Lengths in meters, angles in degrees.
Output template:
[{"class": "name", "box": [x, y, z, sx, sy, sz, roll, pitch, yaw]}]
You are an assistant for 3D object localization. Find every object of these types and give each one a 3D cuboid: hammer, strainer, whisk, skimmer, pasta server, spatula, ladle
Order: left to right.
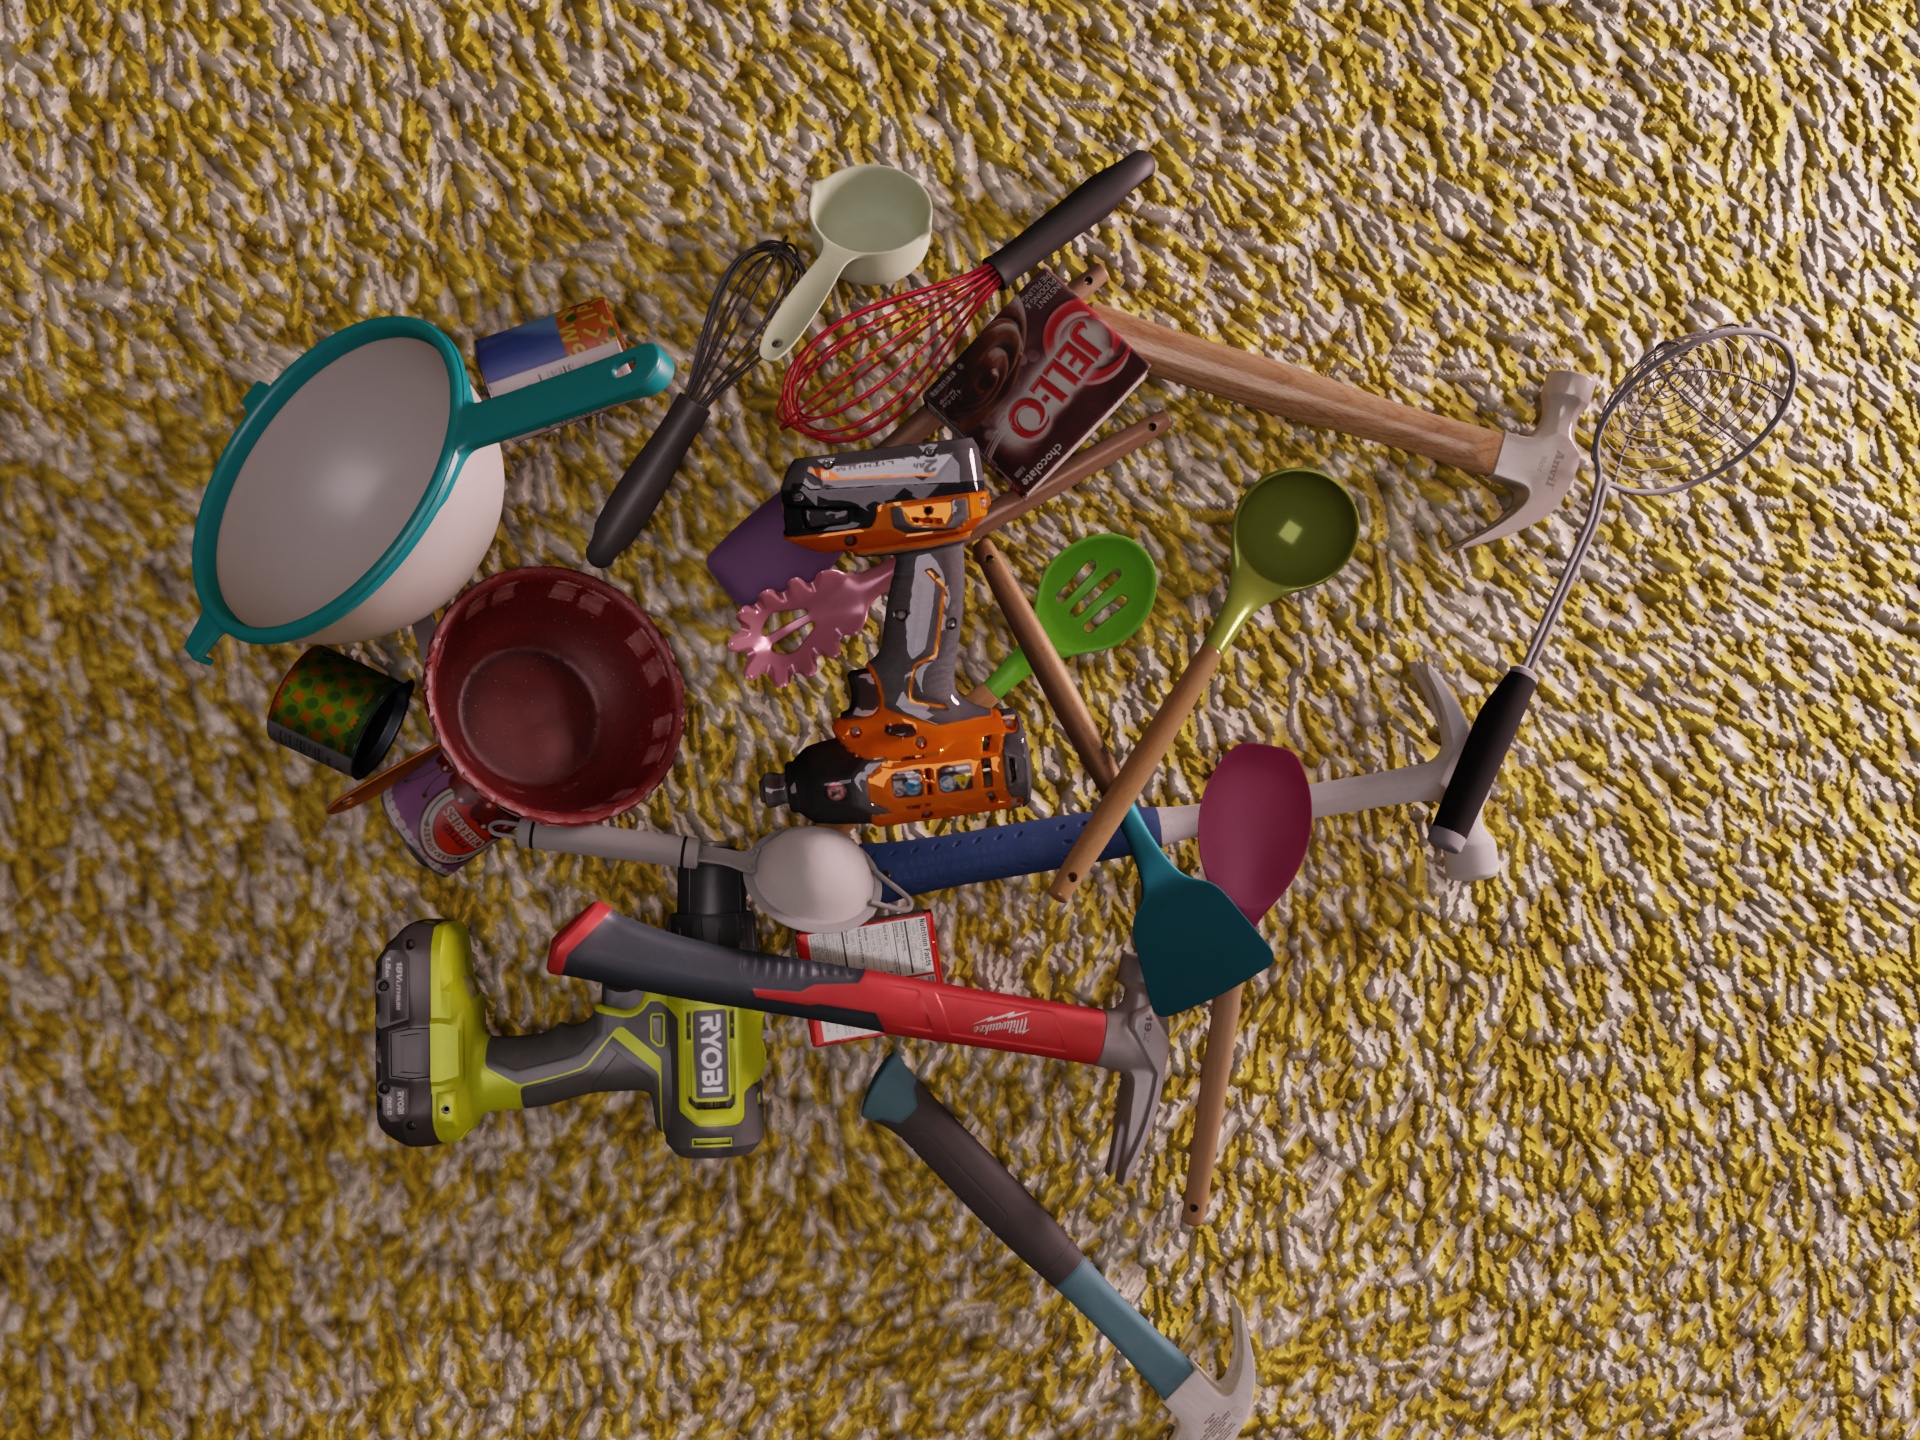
[{"class": "strainer", "box": [-0.286, -0.137, 0.913, 0.340, 0.095, 0.211, -12, 62, 24]}, {"class": "whisk", "box": [-0.168, -0.198, 0.994, 0.055, 0.055, 0.239, 33, 94, -3]}, {"class": "strainer", "box": [-0.154, 0.080, 0.953, 0.258, 0.087, 0.050, 7, 130, -3]}, {"class": "hammer", "box": [-0.056, 0.185, 0.961, 0.386, 0.038, 0.143, 12, 86, -16]}, {"class": "spatula", "box": [-0.028, -0.183, 1.012, 0.316, 0.018, 0.060, -41, 94, 0]}, {"class": "pasta server", "box": [-0.003, -0.115, 1.005, 0.316, 0.040, 0.060, -29, 100, -3]}, {"class": "whisk", "box": [0.006, -0.267, 0.994, 0.296, 0.073, 0.073, -38, 93, -7]}, {"class": "hammer", "box": [0.058, 0.343, 1.017, 0.128, 0.033, 0.331, -44, 93, -1]}, {"class": "spatula", "box": [0.086, 0.029, 0.983, 0.082, 0.044, 0.317, -28, 84, 6]}, {"class": "hammer", "box": [0.136, 0.060, 1.015, 0.405, 0.035, 0.144, -9, 92, -3]}, {"class": "ladle", "box": [0.144, -0.024, 0.962, 0.078, 0.062, 0.320, 36, 71, -3]}, {"class": "hammer", "box": [0.233, -0.201, 1.019, 0.331, 0.031, 0.130, 16, 90, -3]}, {"class": "skimmer", "box": [0.398, -0.076, 0.983, 0.127, 0.090, 0.363, 32, 82, -40]}]

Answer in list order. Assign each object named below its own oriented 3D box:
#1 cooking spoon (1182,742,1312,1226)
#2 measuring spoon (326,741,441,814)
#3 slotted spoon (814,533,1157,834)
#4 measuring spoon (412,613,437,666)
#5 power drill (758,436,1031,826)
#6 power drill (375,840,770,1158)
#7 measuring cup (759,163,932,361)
[{"class": "cooking spoon", "box": [0.169, 0.170, 1.003, 0.069, 0.017, 0.319, 9, 100, 12]}, {"class": "measuring spoon", "box": [-0.348, 0.026, 0.996, 0.117, 0.021, 0.011, -31, 73, 3]}, {"class": "slotted spoon", "box": [-0.002, -0.003, 1.013, 0.314, 0.031, 0.070, -41, 92, 0]}, {"class": "measuring spoon", "box": [-0.329, -0.040, 1.004, 0.034, 0.018, 0.124, -18, 99, 0]}, {"class": "power drill", "box": [-0.050, -0.047, 0.950, 0.164, 0.084, 0.226, -8, 100, -6]}, {"class": "power drill", "box": [-0.233, 0.172, 0.980, 0.228, 0.080, 0.190, -2, 86, -5]}, {"class": "measuring cup", "box": [-0.076, -0.269, 0.970, 0.083, 0.038, 0.168, 25, 66, 11]}]
